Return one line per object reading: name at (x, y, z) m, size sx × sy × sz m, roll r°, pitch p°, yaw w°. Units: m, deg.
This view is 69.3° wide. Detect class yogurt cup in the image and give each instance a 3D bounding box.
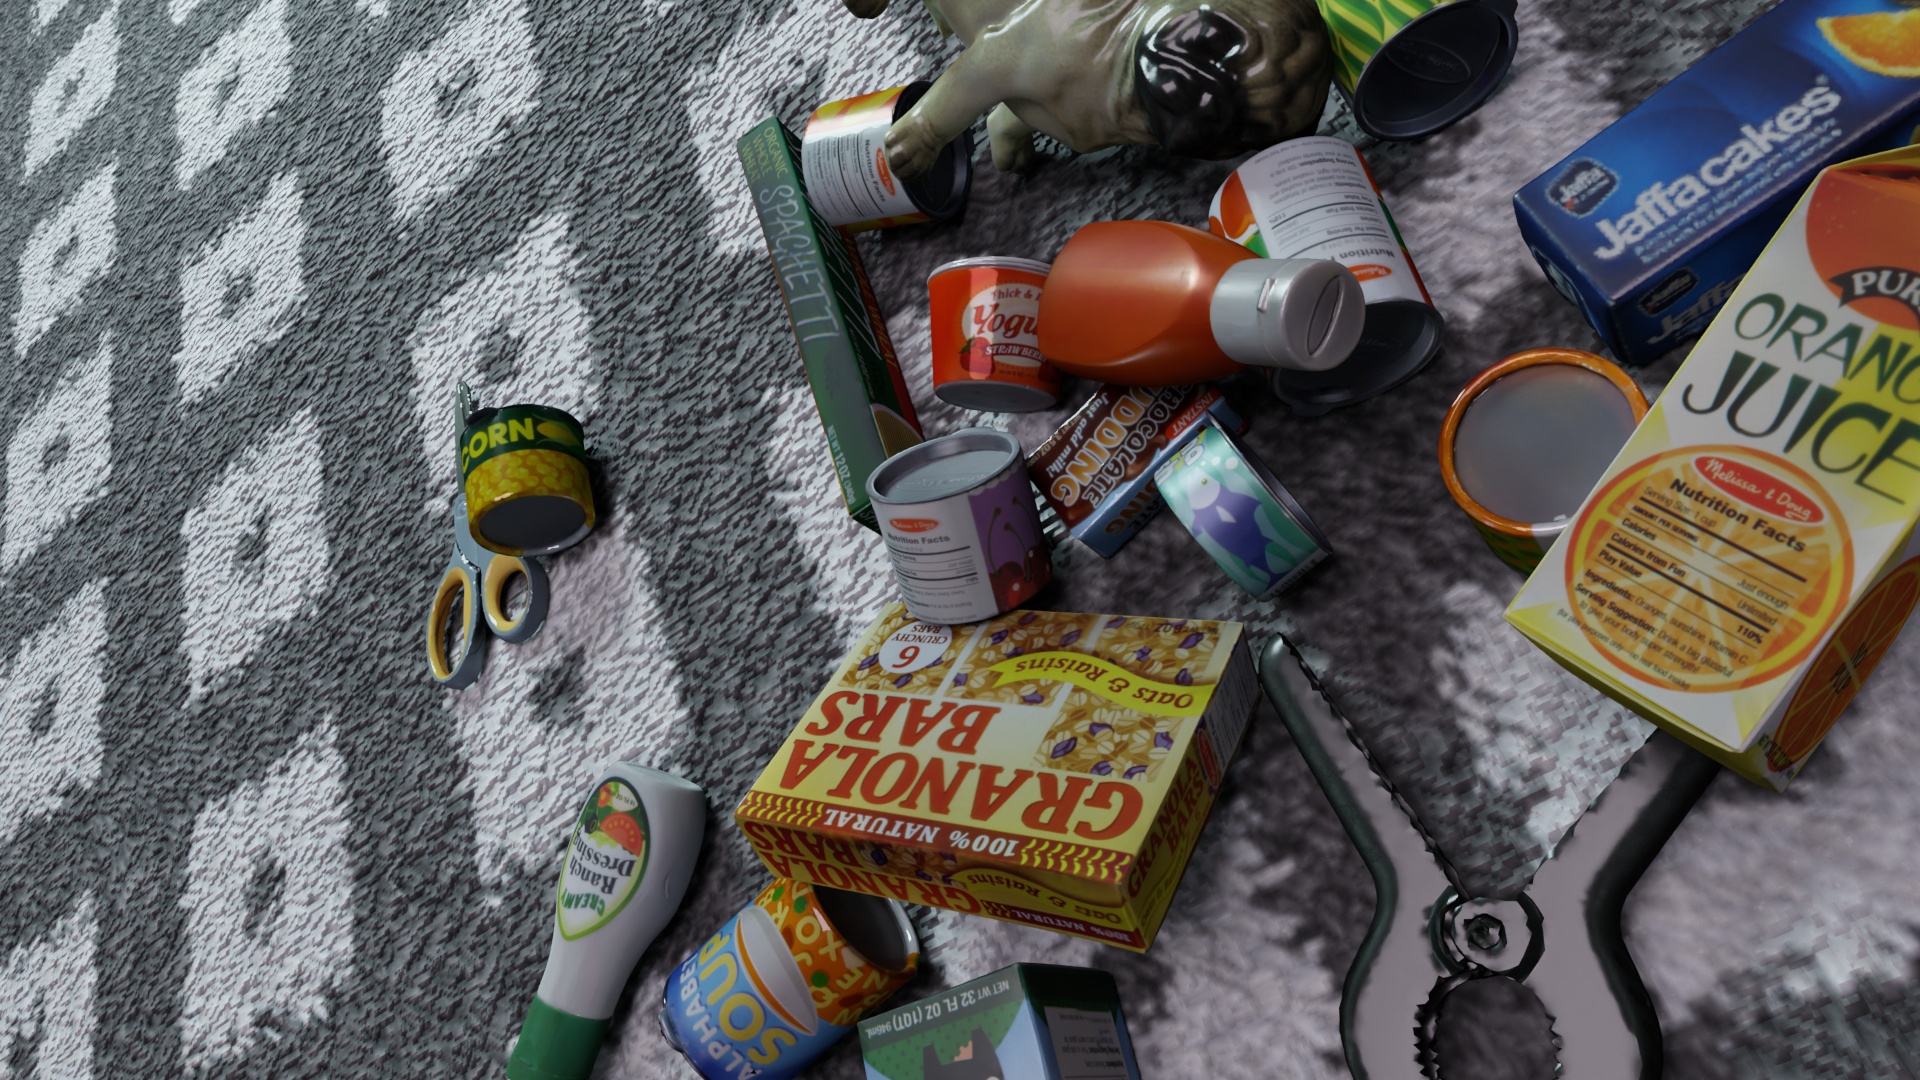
yogurt cup at (0.017, -0.088, 0.612) m, size 0.072 × 0.072 × 0.054 m, roll -1°, pitch 80°, yaw 34°

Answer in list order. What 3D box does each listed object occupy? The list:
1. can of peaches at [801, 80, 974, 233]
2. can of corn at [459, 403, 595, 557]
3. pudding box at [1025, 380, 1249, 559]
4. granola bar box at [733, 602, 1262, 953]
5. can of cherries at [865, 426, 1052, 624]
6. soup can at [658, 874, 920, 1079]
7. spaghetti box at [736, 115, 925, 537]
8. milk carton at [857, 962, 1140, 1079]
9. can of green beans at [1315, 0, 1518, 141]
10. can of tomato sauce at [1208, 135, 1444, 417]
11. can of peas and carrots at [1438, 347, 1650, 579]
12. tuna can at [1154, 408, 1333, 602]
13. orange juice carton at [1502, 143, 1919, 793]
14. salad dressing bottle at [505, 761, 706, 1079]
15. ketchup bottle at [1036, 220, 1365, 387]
can of peaches at (-0.035, -0.188, 0.686) m, size 0.058 × 0.071 × 0.071 m, roll -1°, pitch 72°, yaw 34°
can of corn at (-0.237, -0.033, 0.755) m, size 0.071 × 0.071 × 0.058 m, roll -30°, pitch 59°, yaw 22°
pudding box at (0.072, -0.039, 0.576) m, size 0.083 × 0.030 × 0.050 m, roll -44°, pitch 54°, yaw 12°
granola bar box at (0.015, 0.081, 0.526) m, size 0.165 × 0.039 × 0.125 m, roll 1°, pitch 40°, yaw 34°
can of cherries at (0.002, -0.007, 0.577) m, size 0.071 × 0.058 × 0.072 m, roll -15°, pitch 23°, yaw 7°
soup can at (-0.069, 0.174, 0.561) m, size 0.083 × 0.071 × 0.071 m, roll -44°, pitch 54°, yaw 12°
spaghetti box at (-0.061, -0.109, 0.680) m, size 0.028 × 0.050 × 0.251 m, roll -31°, pitch 57°, yaw 19°
milk carton at (0.030, 0.248, 0.464) m, size 0.072 × 0.073 × 0.191 m, roll -28°, pitch 59°, yaw 22°
can of green beans at (0.175, -0.202, 0.548) m, size 0.071 × 0.071 × 0.058 m, roll -31°, pitch 57°, yaw 21°
can of tomato sauce at (0.138, -0.101, 0.535) m, size 0.071 × 0.071 × 0.083 m, roll -27°, pitch 59°, yaw 23°
can of peas and carrots at (0.199, -0.025, 0.467) m, size 0.071 × 0.058 × 0.071 m, roll -13°, pitch 65°, yaw 29°
tuna can at (0.104, -0.013, 0.519) m, size 0.032 × 0.071 × 0.071 m, roll -41°, pitch 54°, yaw 15°
orange juice carton at (0.246, -0.031, 0.387) m, size 0.073 × 0.072 × 0.192 m, roll 38°, pitch 97°, yaw 40°
salad dressing bottle at (-0.165, 0.179, 0.641) m, size 0.064 × 0.044 × 0.148 m, roll 13°, pitch 80°, yaw 36°
ketchup bottle at (0.084, -0.086, 0.512) m, size 0.149 × 0.043 × 0.064 m, roll 22°, pitch 93°, yaw 61°
